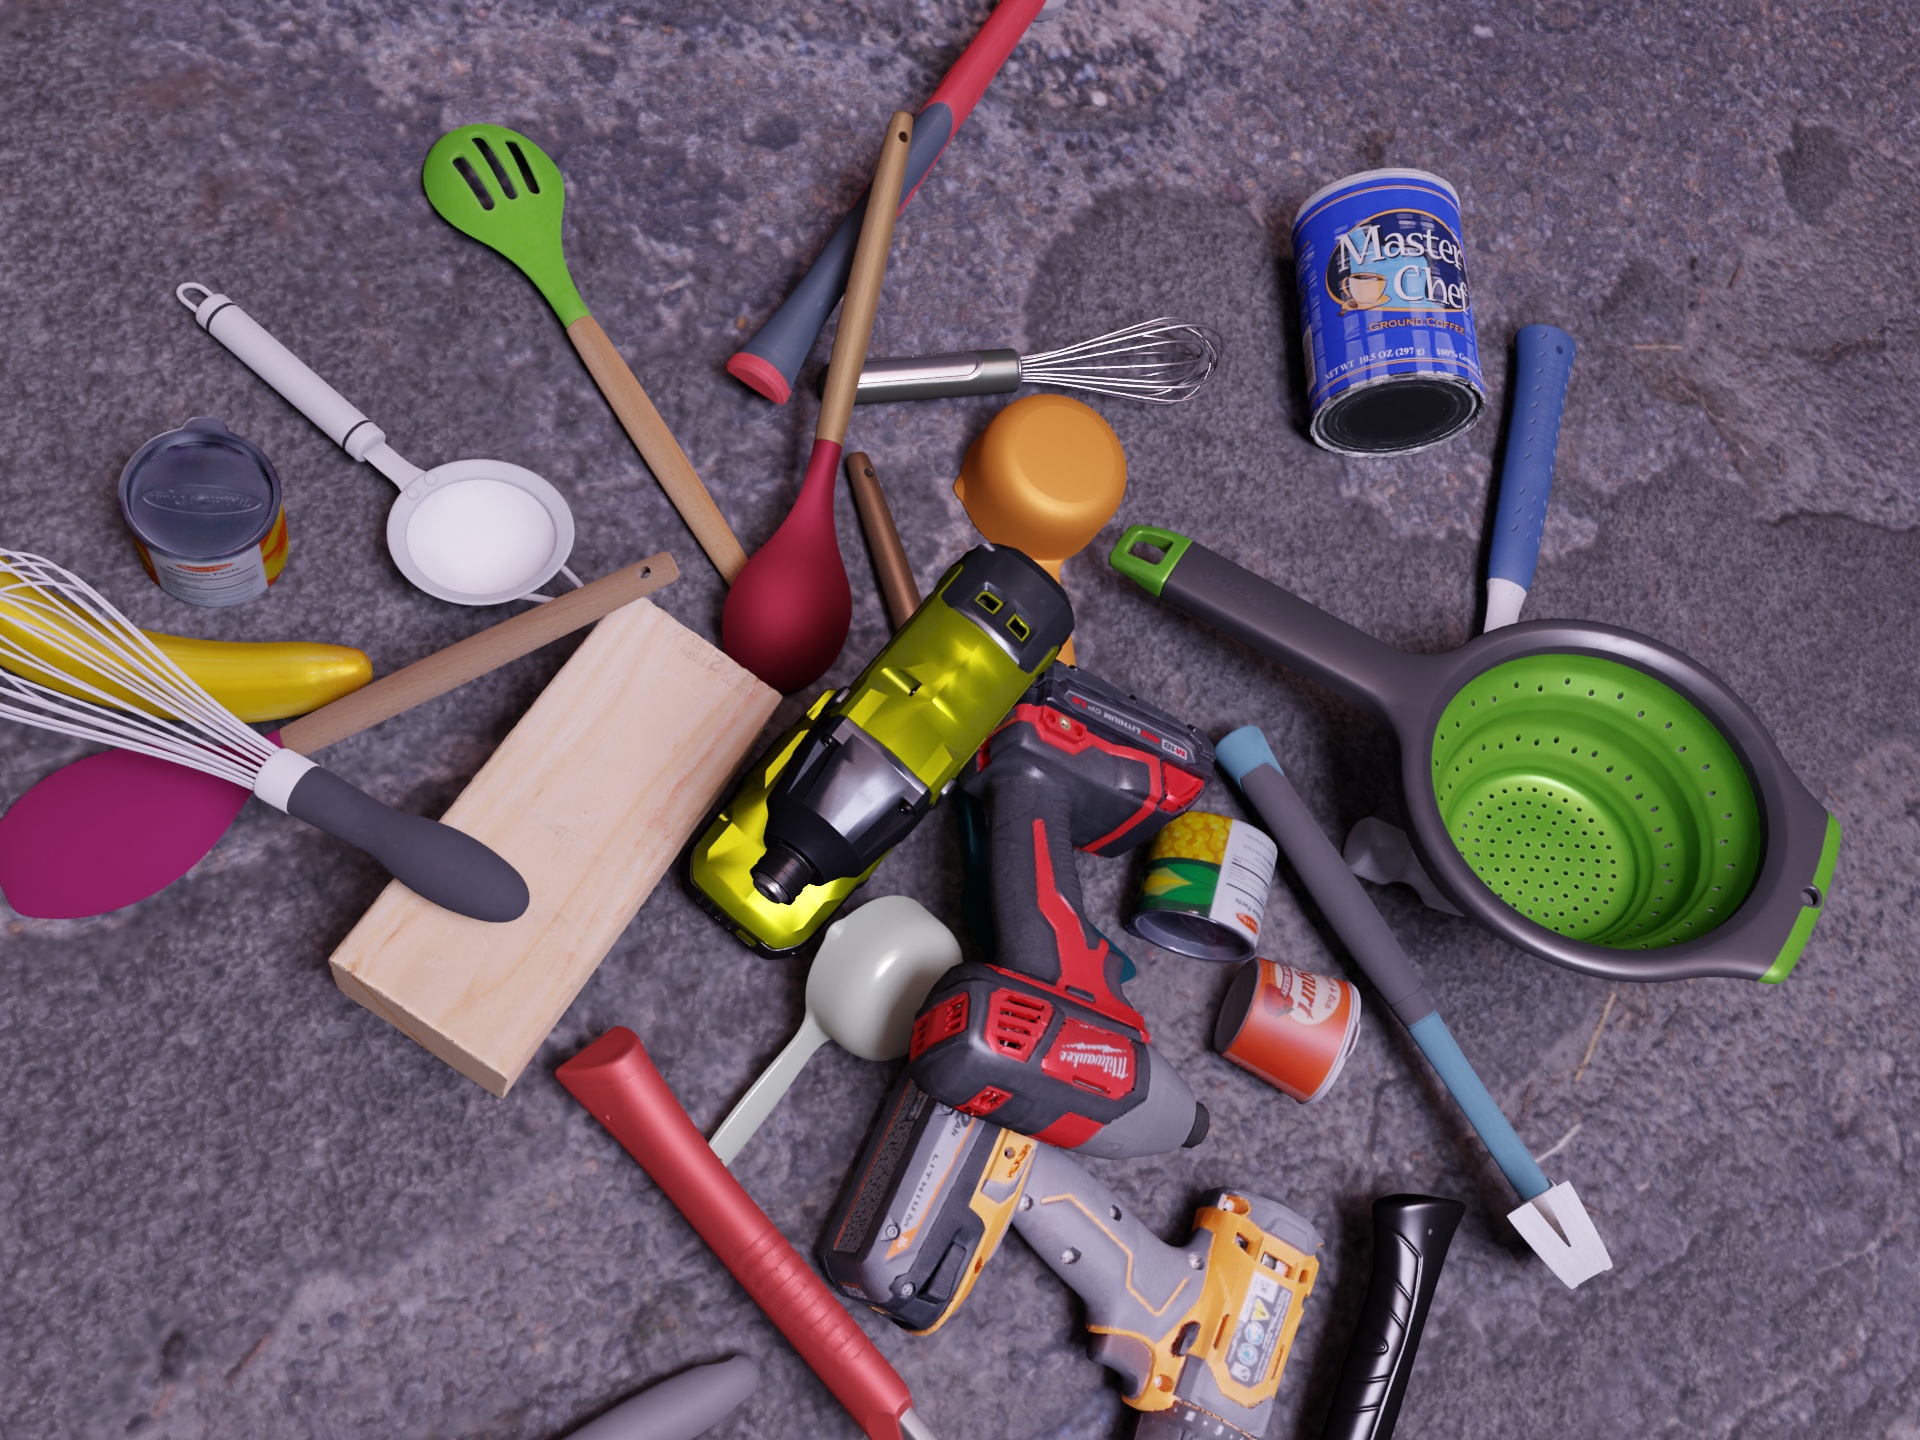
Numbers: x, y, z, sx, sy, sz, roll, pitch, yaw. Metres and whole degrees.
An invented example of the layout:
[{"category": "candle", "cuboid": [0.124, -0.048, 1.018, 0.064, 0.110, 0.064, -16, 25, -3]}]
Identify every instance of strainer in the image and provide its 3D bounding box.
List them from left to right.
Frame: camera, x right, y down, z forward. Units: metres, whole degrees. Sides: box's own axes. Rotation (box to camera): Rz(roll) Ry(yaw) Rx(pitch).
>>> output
[{"category": "strainer", "cuboid": [-0.283, -0.130, 0.774, 0.258, 0.050, 0.087, 41, 58, 3]}]

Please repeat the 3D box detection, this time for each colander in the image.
[{"category": "colander", "cuboid": [0.253, 0.015, 0.860, 0.397, 0.094, 0.204, 30, 64, 13]}]

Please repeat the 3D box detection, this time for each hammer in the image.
[{"category": "hammer", "cuboid": [-0.051, 0.281, 0.687, 0.359, 0.149, 0.037, 47, 50, 10]}, {"category": "hammer", "cuboid": [-0.014, -0.336, 0.892, 0.038, 0.143, 0.386, 33, 69, -9]}, {"category": "hammer", "cuboid": [0.178, 0.385, 0.750, 0.146, 0.035, 0.335, 27, 72, -10]}, {"category": "hammer", "cuboid": [0.235, 0.146, 0.842, 0.033, 0.128, 0.331, -34, 76, 9]}, {"category": "hammer", "cuboid": [0.337, -0.069, 0.974, 0.144, 0.035, 0.406, 22, 67, -11]}]

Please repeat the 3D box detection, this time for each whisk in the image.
[{"category": "whisk", "cuboid": [-0.299, 0.008, 0.641, 0.284, 0.070, 0.070, 27, 65, 2]}, {"category": "whisk", "cuboid": [-0.190, 0.321, 0.653, 0.239, 0.055, 0.055, -19, 80, -28]}, {"category": "whisk", "cuboid": [0.038, -0.201, 0.907, 0.246, 0.059, 0.058, -8, 64, -17]}]

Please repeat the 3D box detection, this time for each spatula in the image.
[{"category": "spatula", "cuboid": [-0.001, -0.003, 0.828, 0.082, 0.044, 0.318, -9, 74, -38]}]

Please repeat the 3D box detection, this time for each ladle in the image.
[{"category": "ladle", "cuboid": [-0.062, -0.167, 0.823, 0.069, 0.031, 0.315, 16, 82, -29]}]

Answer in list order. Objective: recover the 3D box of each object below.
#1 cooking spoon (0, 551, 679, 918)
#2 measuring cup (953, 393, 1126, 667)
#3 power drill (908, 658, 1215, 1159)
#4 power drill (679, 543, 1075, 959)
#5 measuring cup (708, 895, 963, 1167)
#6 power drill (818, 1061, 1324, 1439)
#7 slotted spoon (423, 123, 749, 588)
[{"category": "cooking spoon", "cuboid": [-0.270, -0.001, 0.695, 0.319, 0.017, 0.069, -26, 81, -5]}, {"category": "measuring cup", "cuboid": [0.054, -0.098, 0.873, 0.095, 0.052, 0.174, 0, 71, -20]}, {"category": "power drill", "cuboid": [0.057, 0.092, 0.740, 0.143, 0.078, 0.220, 25, 50, -21]}, {"category": "power drill", "cuboid": [-0.050, 0.028, 0.701, 0.080, 0.223, 0.171, 41, 64, -3]}, {"category": "measuring cup", "cuboid": [-0.061, 0.158, 0.742, 0.038, 0.083, 0.167, 28, 72, 40]}, {"category": "power drill", "cuboid": [0.049, 0.276, 0.737, 0.226, 0.084, 0.185, 32, 65, -13]}, {"category": "slotted spoon", "cuboid": [-0.184, -0.188, 0.835, 0.070, 0.031, 0.314, -31, 86, -24]}]
